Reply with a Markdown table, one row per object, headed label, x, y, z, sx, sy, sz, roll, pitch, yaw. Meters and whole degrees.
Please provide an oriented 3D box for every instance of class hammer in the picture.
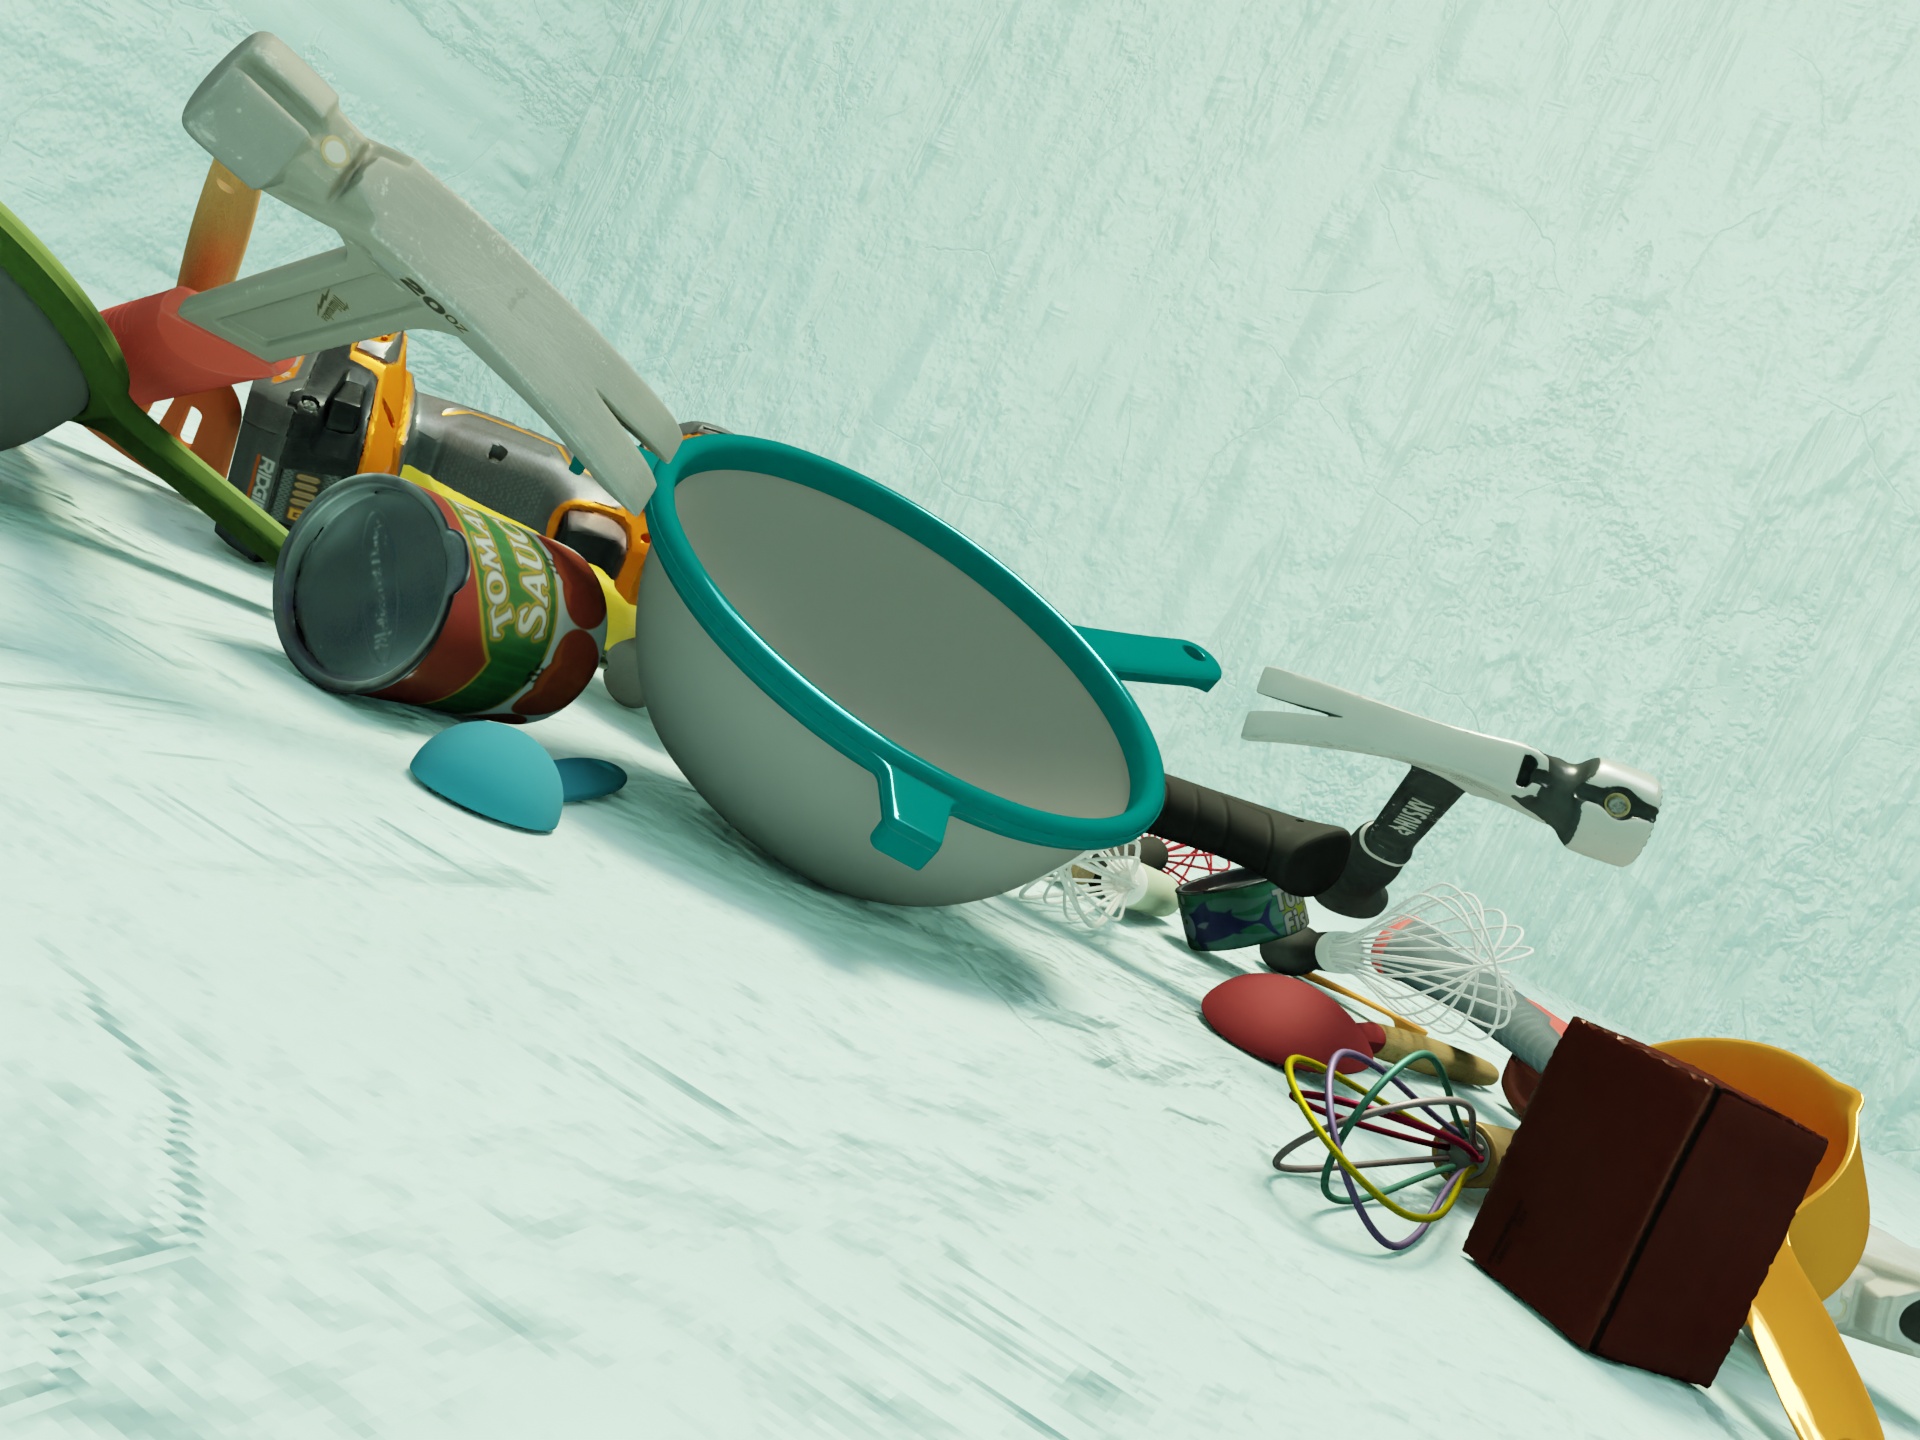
| label | x | y | z | sx | sy | sz | roll | pitch | yaw |
| --- | --- | --- | --- | --- | --- | --- | --- | --- | --- |
| hammer | 0.203 | 0.056 | 0.770 | 0.149 | 0.036 | 0.408 | 20 | -10 | 11 |
| hammer | -0.249 | -0.119 | 0.526 | 0.359 | 0.037 | 0.149 | 4 | -31 | 43 |
| hammer | 0.013 | 0.010 | 0.730 | 0.335 | 0.035 | 0.146 | 18 | 18 | 21 |
| hammer | 0.298 | 0.160 | 0.702 | 0.143 | 0.038 | 0.386 | 5 | 9 | -11 |

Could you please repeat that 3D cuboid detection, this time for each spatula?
| label | x | y | z | sx | sy | sz | roll | pitch | yaw |
| --- | --- | --- | --- | --- | --- | --- | --- | --- | --- |
| spatula | -0.286 | -0.144 | 0.585 | 0.081 | 0.041 | 0.323 | 37 | -20 | -23 |

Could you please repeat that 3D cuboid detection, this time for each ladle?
| label | x | y | z | sx | sy | sz | roll | pitch | yaw |
| --- | --- | --- | --- | --- | --- | --- | --- | --- | --- |
| ladle | 0.199 | 0.151 | 0.735 | 0.069 | 0.031 | 0.315 | 29 | 2 | 38 |

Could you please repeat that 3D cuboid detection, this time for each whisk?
| label | x | y | z | sx | sy | sz | roll | pitch | yaw |
| --- | --- | --- | --- | --- | --- | --- | --- | --- | --- |
| whisk | 0.152 | 0.132 | 0.500 | 0.047 | 0.051 | 0.244 | 21 | -4 | 34 |
| whisk | 0.204 | 0.117 | 0.805 | 0.070 | 0.070 | 0.284 | 26 | -9 | -4 |
| whisk | 0.080 | 0.082 | 0.803 | 0.058 | 0.059 | 0.246 | 65 | 12 | 17 |
| whisk | 0.124 | 0.083 | 1.008 | 0.073 | 0.073 | 0.295 | 27 | 8 | 17 |

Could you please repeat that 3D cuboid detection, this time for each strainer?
| label | x | y | z | sx | sy | sz | roll | pitch | yaw |
| --- | --- | --- | --- | --- | --- | --- | --- | --- | --- |
| strainer | -0.301 | -0.092 | 0.497 | 0.256 | 0.069 | 0.151 | 44 | -28 | -26 |
| strainer | -0.001 | -0.002 | 0.622 | 0.211 | 0.095 | 0.340 | 48 | 24 | 25 |

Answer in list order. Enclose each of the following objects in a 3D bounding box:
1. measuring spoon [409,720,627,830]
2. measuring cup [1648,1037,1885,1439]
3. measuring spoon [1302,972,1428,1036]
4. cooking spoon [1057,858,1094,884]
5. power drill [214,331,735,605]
| label | x | y | z | sx | sy | sz | roll | pitch | yaw |
| --- | --- | --- | --- | --- | --- | --- | --- | --- | --- |
| measuring spoon | -0.120 | 0.011 | 0.472 | 0.042 | 0.021 | 0.128 | 26 | 4 | 5 |
| measuring cup | 0.237 | 0.168 | 0.472 | 0.174 | 0.095 | 0.052 | -78 | 148 | -62 |
| measuring spoon | 0.221 | 0.161 | 0.927 | 0.021 | 0.011 | 0.117 | 23 | 1 | -42 |
| cooking spoon | 0.014 | 0.051 | 0.983 | 0.068 | 0.017 | 0.319 | 25 | 2 | -22 |
| power drill | -0.188 | -0.092 | 0.682 | 0.226 | 0.084 | 0.164 | 15 | 33 | -25 |
